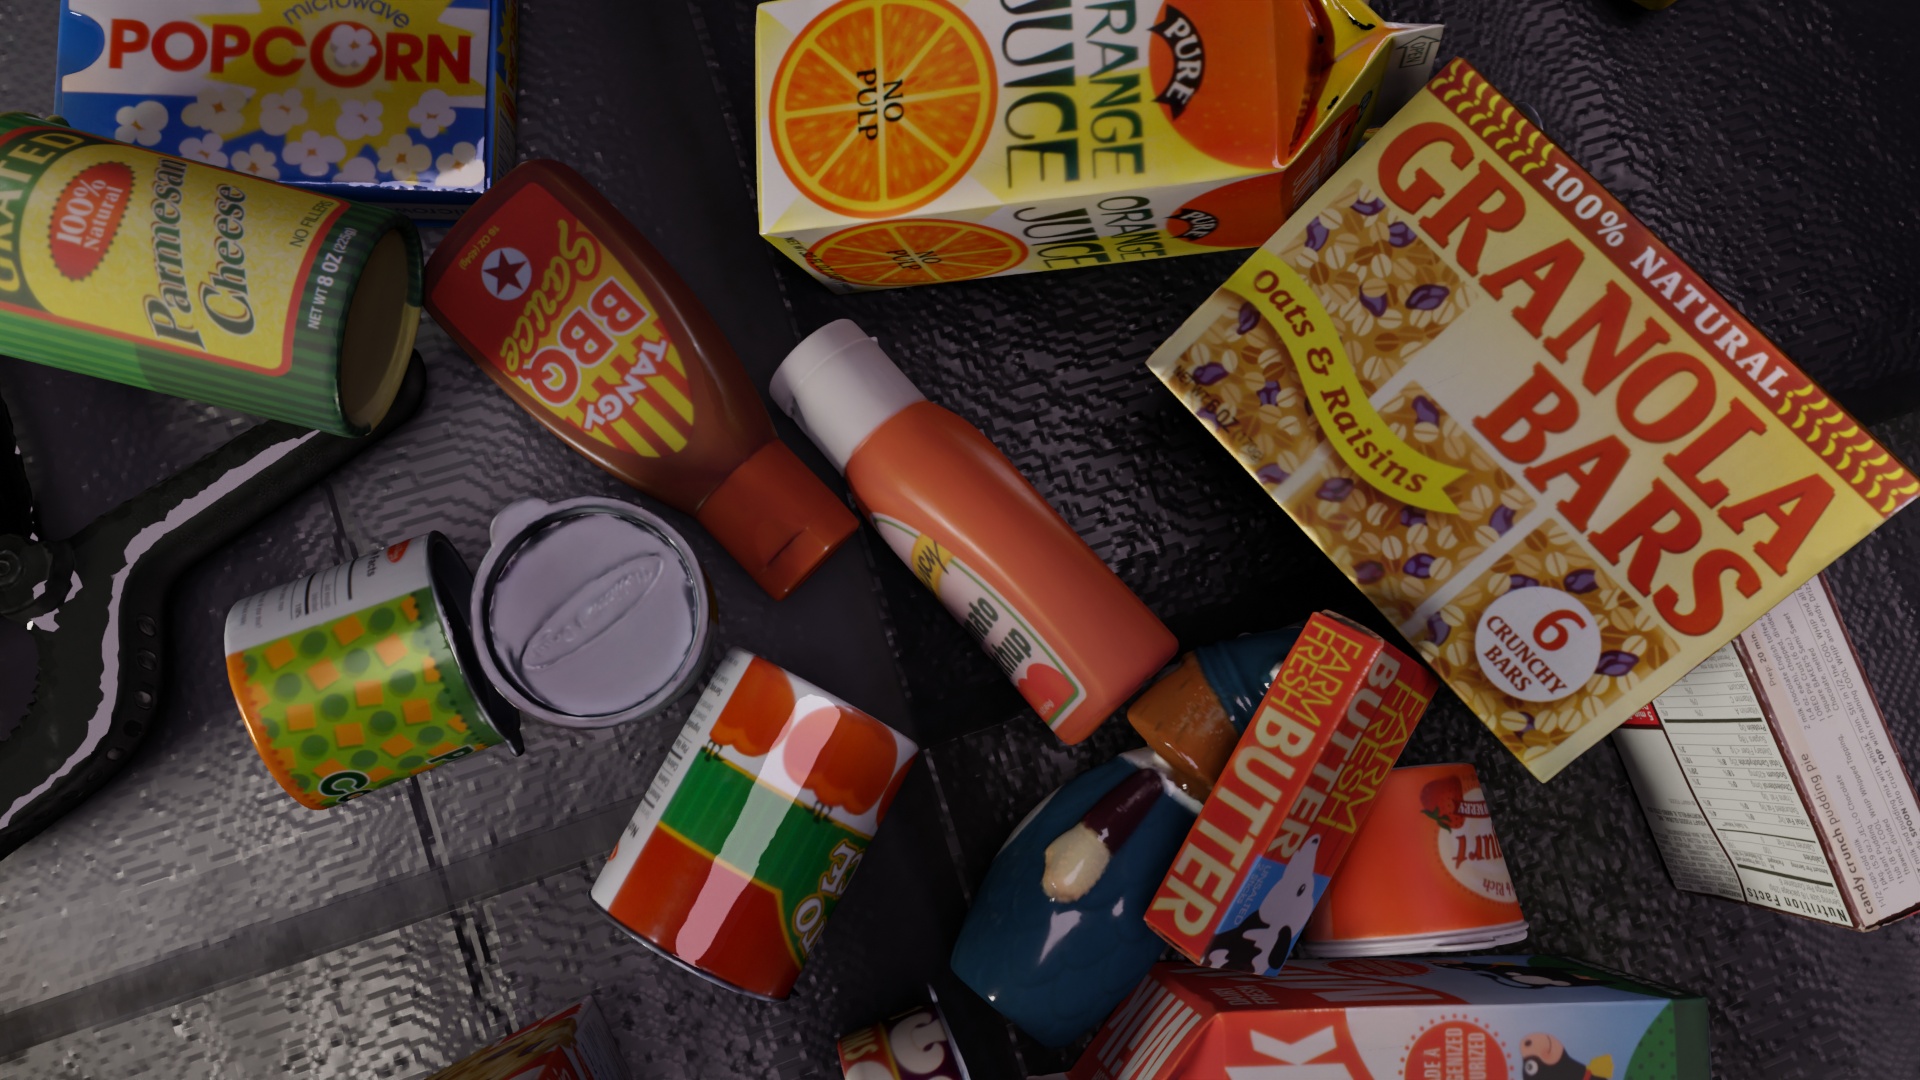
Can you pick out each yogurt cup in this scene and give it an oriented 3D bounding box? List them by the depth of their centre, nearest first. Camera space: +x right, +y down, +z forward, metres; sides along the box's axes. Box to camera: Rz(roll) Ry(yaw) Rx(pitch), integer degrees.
[{"bbox_3d":[0.138,0.100,0.437,0.072,0.072,0.054,-4,76,-8],"label":"yogurt cup"}]

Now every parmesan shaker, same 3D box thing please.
[{"bbox_3d":[-0.210,-0.075,0.385,0.103,0.071,0.071,13,82,-6],"label":"parmesan shaker"}]

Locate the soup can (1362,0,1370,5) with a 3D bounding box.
[{"bbox_3d":[0.088,-0.191,0.462,0.084,0.071,0.071,4,83,-7],"label":"soup can"}]

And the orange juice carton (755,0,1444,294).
[{"bbox_3d":[0.041,-0.126,0.417,0.193,0.072,0.073,-4,84,14],"label":"orange juice carton"}]

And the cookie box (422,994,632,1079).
[{"bbox_3d":[-0.149,0.175,0.336,0.123,0.167,0.040,-26,88,-9],"label":"cookie box"}]

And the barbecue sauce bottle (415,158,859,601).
[{"bbox_3d":[-0.095,-0.046,0.433,0.065,0.044,0.148,-44,91,10],"label":"barbecue sauce bottle"}]

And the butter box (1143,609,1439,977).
[{"bbox_3d":[0.097,0.074,0.401,0.024,0.053,0.103,30,91,40],"label":"butter box"}]

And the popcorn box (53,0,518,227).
[{"bbox_3d":[-0.206,-0.145,0.435,0.127,0.038,0.085,0,84,-8],"label":"popcorn box"}]

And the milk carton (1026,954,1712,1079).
[{"bbox_3d":[0.119,0.169,0.420,0.191,0.072,0.073,1,83,-7],"label":"milk carton"}]

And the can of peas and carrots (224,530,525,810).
[{"bbox_3d":[-0.168,0.040,0.403,0.059,0.071,0.071,-20,86,-8],"label":"can of peas and carrots"}]

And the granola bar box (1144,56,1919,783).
[{"bbox_3d":[0.156,-0.035,0.400,0.124,0.039,0.166,-45,78,17],"label":"granola bar box"}]

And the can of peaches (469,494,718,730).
[{"bbox_3d":[-0.108,0.021,0.417,0.071,0.058,0.071,1,83,-7],"label":"can of peaches"}]

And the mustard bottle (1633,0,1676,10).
[{"bbox_3d":[0.222,-0.269,0.495,0.049,0.065,0.160,-33,84,-6],"label":"mustard bottle"}]

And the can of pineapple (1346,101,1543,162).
[{"bbox_3d":[0.155,-0.108,0.462,0.058,0.071,0.071,-10,85,-8],"label":"can of pineapple"}]

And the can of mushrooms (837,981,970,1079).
[{"bbox_3d":[-0.011,0.170,0.407,0.033,0.071,0.071,-19,86,-8],"label":"can of mushrooms"}]

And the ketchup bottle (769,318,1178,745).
[{"bbox_3d":[0.002,-0.005,0.435,0.044,0.064,0.149,-39,80,-19],"label":"ketchup bottle"}]

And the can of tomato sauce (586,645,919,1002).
[{"bbox_3d":[-0.058,0.083,0.411,0.071,0.071,0.083,29,80,-3],"label":"can of tomato sauce"}]
